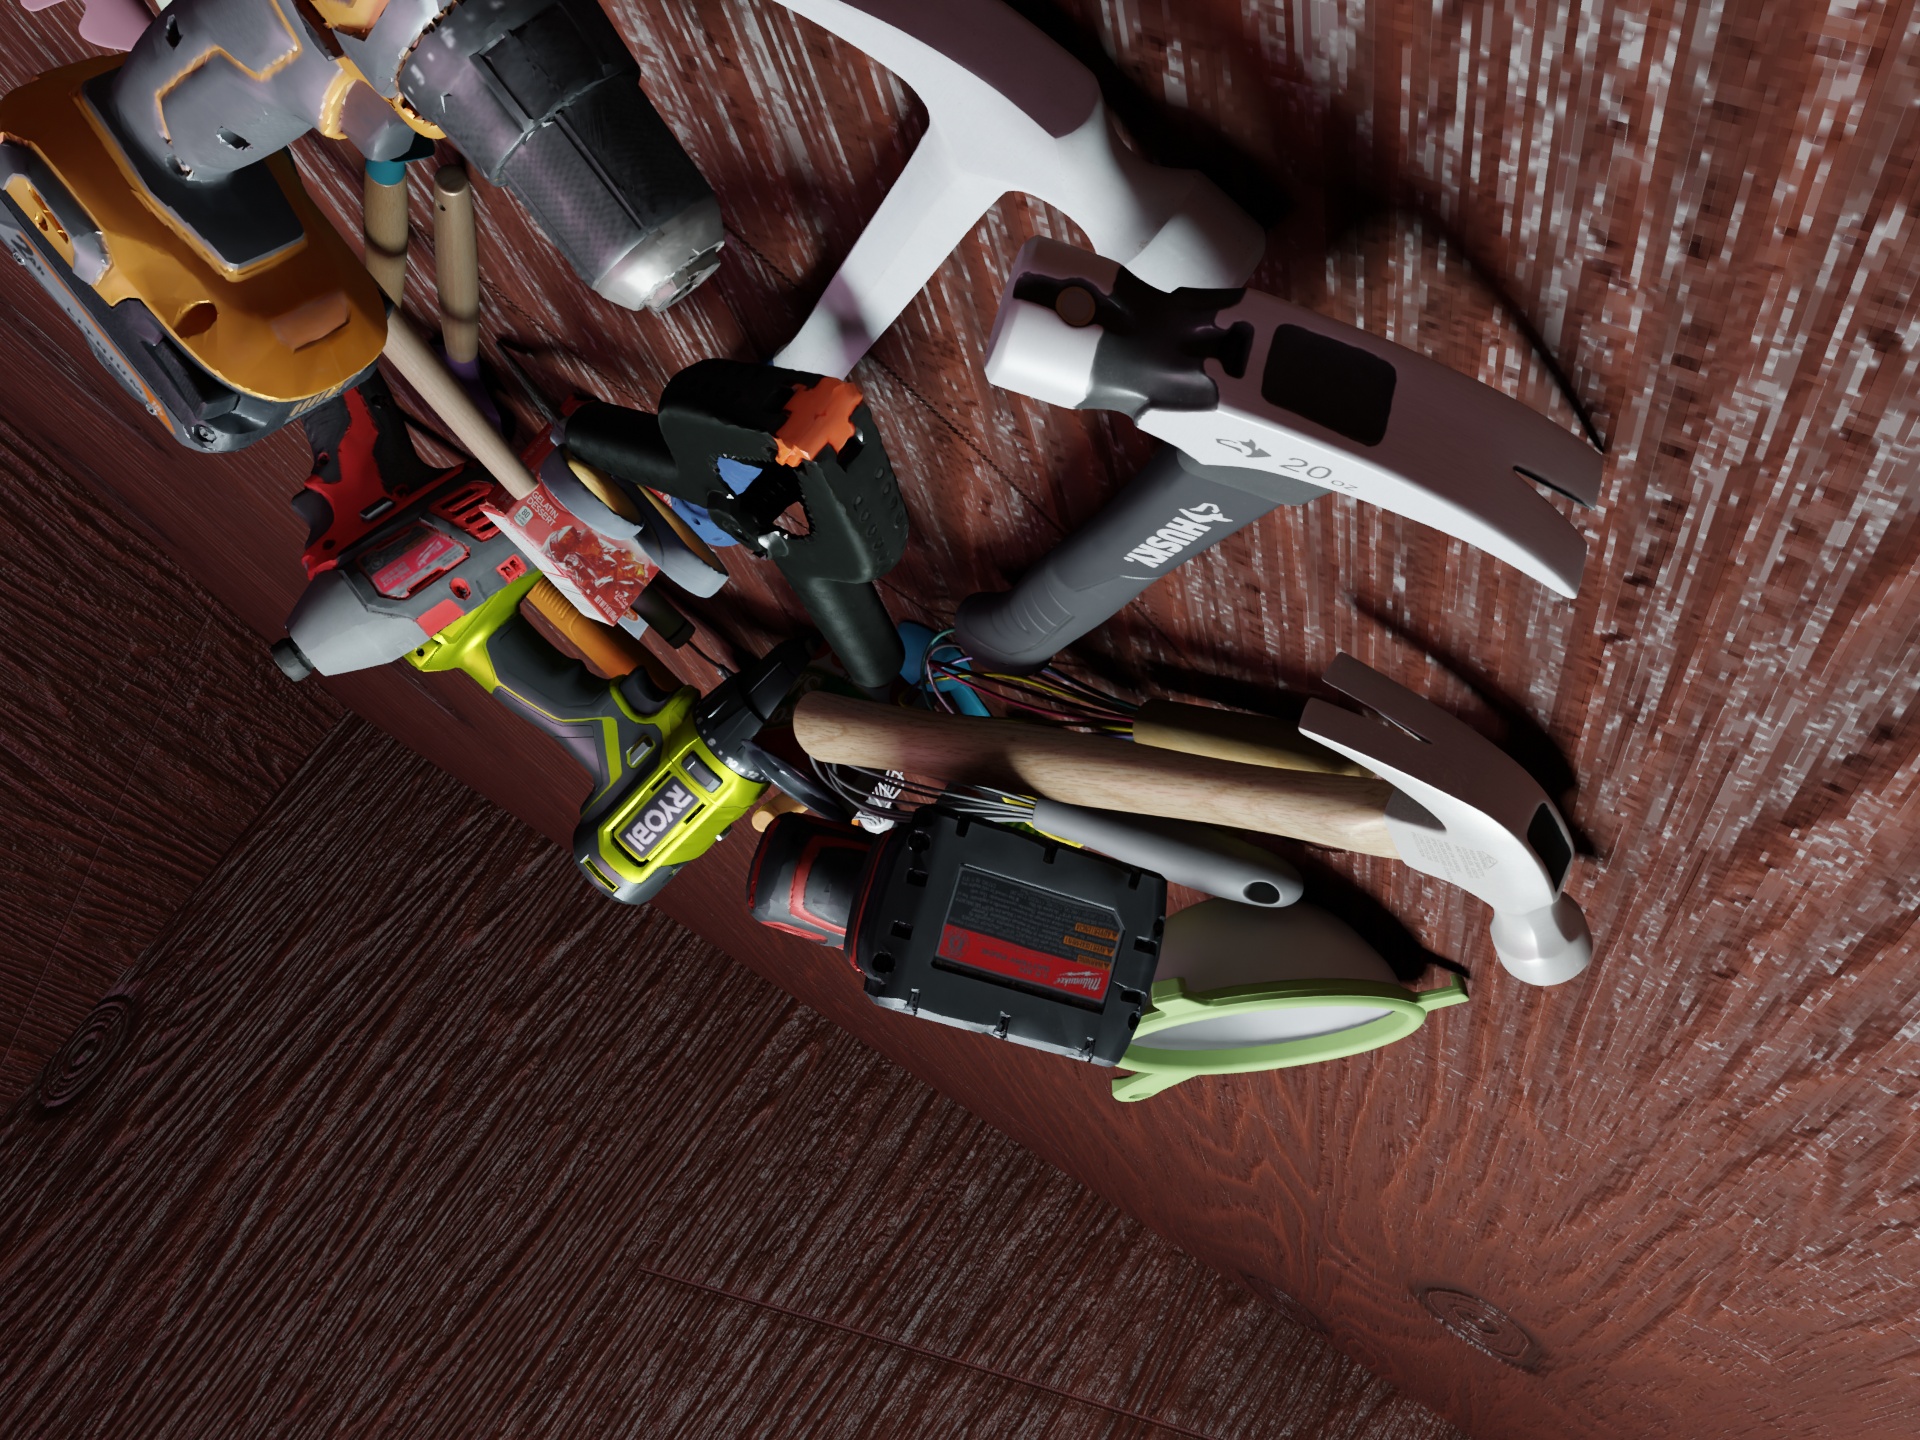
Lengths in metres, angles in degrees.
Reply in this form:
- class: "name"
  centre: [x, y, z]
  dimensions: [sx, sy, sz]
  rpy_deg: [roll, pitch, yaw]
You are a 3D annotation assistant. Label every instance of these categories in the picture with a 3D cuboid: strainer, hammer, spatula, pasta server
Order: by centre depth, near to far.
- class: "hammer"
  centre: [0.053, -0.049, 0.488]
  dimensions: [0.146, 0.035, 0.335]
  rpy_deg: [16, 171, -8]
- class: "hammer"
  centre: [-0.053, -0.124, 0.534]
  dimensions: [0.144, 0.035, 0.405]
  rpy_deg: [38, 164, -11]
- class: "hammer"
  centre: [0.059, 0.019, 0.597]
  dimensions: [0.331, 0.031, 0.129]
  rpy_deg: [9, 145, 40]
- class: "spatula"
  centre: [-0.246, -0.213, 0.654]
  dimensions: [0.082, 0.044, 0.317]
  rpy_deg: [50, 163, -9]
- class: "pasta server"
  centre: [-0.293, -0.216, 0.670]
  dimensions: [0.316, 0.040, 0.060]
  rpy_deg: [52, -168, -22]
- class: "spatula"
  centre: [-0.239, -0.188, 0.757]
  dimensions: [0.059, 0.018, 0.316]
  rpy_deg: [44, 164, -7]
- class: "strainer"
  centre: [0.124, 0.139, 0.797]
  dimensions: [0.151, 0.069, 0.256]
  rpy_deg: [2, 157, -15]
- class: "hammer"
  centre: [-0.257, -0.079, 0.978]
  dimensions: [0.337, 0.034, 0.127]
  rpy_deg: [41, 159, 9]
- class: "strainer"
  centre: [-0.169, -0.047, 0.981]
  dimensions: [0.258, 0.050, 0.087]
  rpy_deg: [46, 175, -21]
- class: "spatula"
  centre: [-0.105, 0.054, 1.027]
  dimensions: [0.081, 0.041, 0.322]
  rpy_deg: [43, -176, 1]

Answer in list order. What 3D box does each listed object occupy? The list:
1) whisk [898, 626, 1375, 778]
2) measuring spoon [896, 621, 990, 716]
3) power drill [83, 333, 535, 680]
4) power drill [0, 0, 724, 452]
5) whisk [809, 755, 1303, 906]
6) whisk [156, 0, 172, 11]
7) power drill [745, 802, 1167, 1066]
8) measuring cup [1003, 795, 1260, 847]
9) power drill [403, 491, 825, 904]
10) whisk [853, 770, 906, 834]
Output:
- class: "whisk"
  centre: [0.063, -0.004, 0.648]
  dimensions: [0.047, 0.051, 0.245]
  rpy_deg: [13, 179, -44]
- class: "measuring spoon"
  centre: [-0.001, -0.003, 0.793]
  dimensions: [0.042, 0.021, 0.128]
  rpy_deg: [23, 158, 37]
- class: "power drill"
  centre: [-0.323, -0.130, 0.791]
  dimensions: [0.220, 0.143, 0.078]
  rpy_deg: [51, 168, 5]
- class: "power drill"
  centre: [-0.177, -0.160, 0.455]
  dimensions: [0.226, 0.084, 0.185]
  rpy_deg: [-27, 106, 44]
- class: "whisk"
  centre: [0.038, 0.042, 0.718]
  dimensions: [0.239, 0.055, 0.055]
  rpy_deg: [17, 158, 19]
- class: "whisk"
  centre: [-0.278, -0.280, 0.527]
  dimensions: [0.059, 0.058, 0.246]
  rpy_deg: [6, 171, -8]
- class: "power drill"
  centre: [0.012, 0.094, 0.719]
  dimensions: [0.187, 0.080, 0.227]
  rpy_deg: [18, 173, -17]
- class: "measuring cup"
  centre: [0.084, 0.033, 0.736]
  dimensions: [0.156, 0.029, 0.062]
  rpy_deg: [1, 138, 43]
- class: "power drill"
  centre: [-0.195, -0.032, 0.883]
  dimensions: [0.228, 0.190, 0.080]
  rpy_deg: [45, -160, -4]
- class: "whisk"
  centre: [-0.058, 0.054, 1.013]
  dimensions: [0.070, 0.070, 0.284]
  rpy_deg: [31, 168, 13]
